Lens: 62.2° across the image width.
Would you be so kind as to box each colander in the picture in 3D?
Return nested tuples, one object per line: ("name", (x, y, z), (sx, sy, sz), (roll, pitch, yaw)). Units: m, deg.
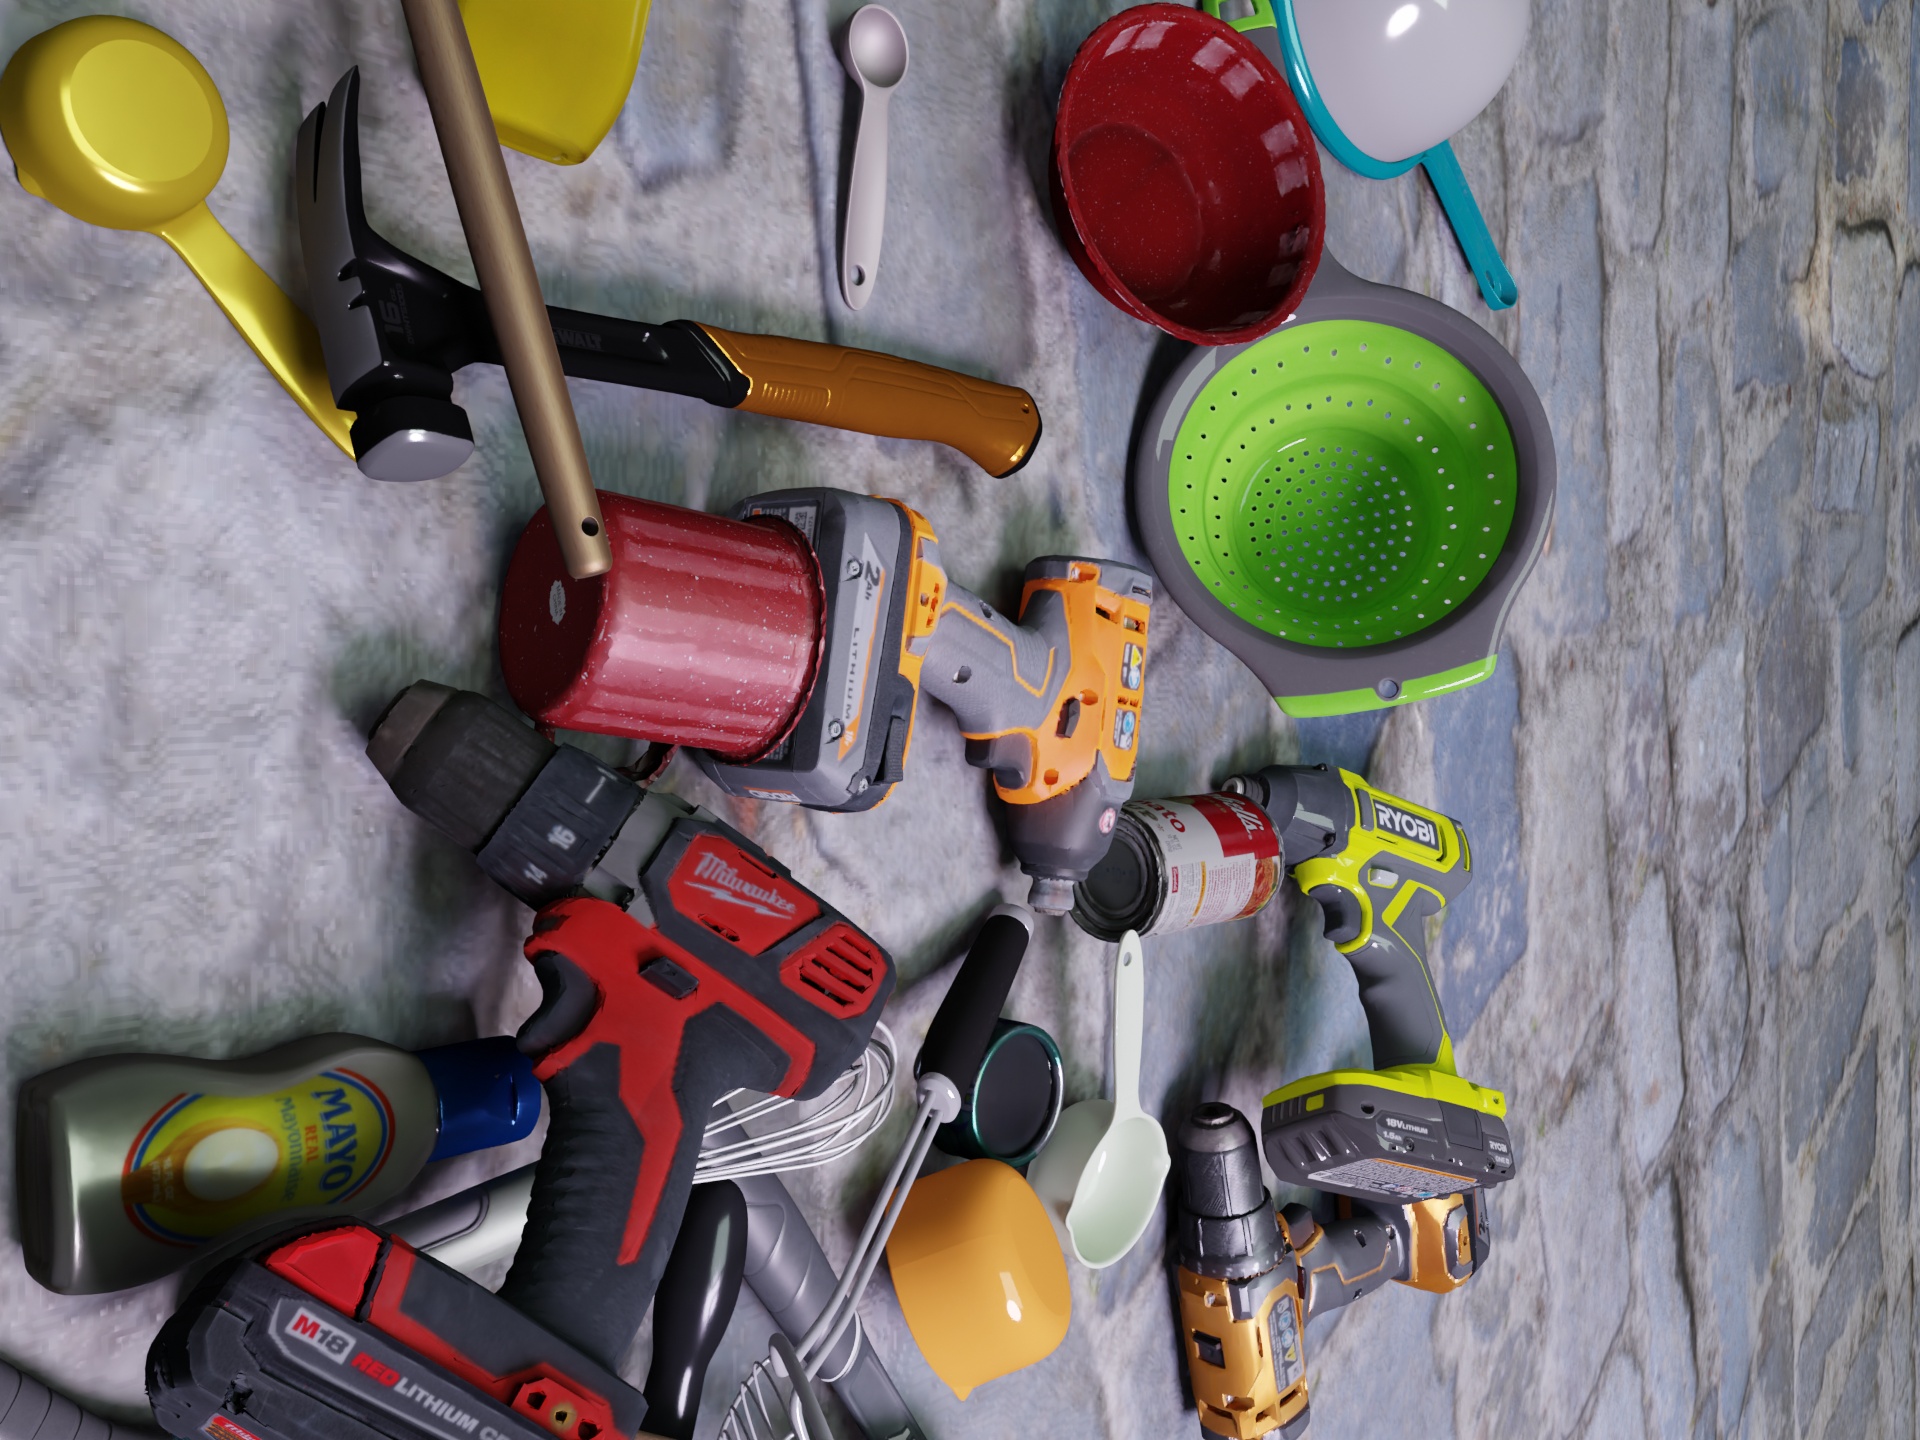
("colander", (0.182, -0.194, 0.843), (0.094, 0.204, 0.397), (42, 38, -77))

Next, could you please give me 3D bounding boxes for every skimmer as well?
("skimmer", (0.001, 0.183, 0.582), (0.363, 0.090, 0.127), (-60, 145, -56))

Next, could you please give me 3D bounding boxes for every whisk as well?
("whisk", (-0.128, 0.155, 0.535), (0.246, 0.058, 0.059), (-17, 124, -28))
("whisk", (-0.118, 0.304, 0.560), (0.070, 0.070, 0.285), (20, 79, -45))

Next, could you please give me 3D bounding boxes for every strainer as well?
("strainer", (0.307, -0.393, 0.967), (0.340, 0.095, 0.211), (51, 57, -33))

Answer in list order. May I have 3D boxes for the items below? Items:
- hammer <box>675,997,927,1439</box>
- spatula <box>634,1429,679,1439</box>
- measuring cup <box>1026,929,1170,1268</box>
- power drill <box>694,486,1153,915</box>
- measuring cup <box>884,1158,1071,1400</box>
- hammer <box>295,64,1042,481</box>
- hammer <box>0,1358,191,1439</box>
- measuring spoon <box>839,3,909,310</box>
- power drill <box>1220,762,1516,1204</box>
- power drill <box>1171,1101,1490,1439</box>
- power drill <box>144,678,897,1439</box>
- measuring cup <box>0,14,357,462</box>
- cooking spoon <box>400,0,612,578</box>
("hammer", (-0.048, 0.276, 0.663), (0.149, 0.036, 0.408), (-44, 121, -35))
("spatula", (-0.056, 0.287, 0.587), (0.315, 0.018, 0.060), (47, 59, -48))
("measuring cup", (0.065, 0.177, 0.760), (0.083, 0.038, 0.167), (-10, 106, -47))
("power drill", (-0.001, -0.002, 0.671), (0.226, 0.084, 0.164), (11, 84, -50))
("measuring cup", (0.029, 0.248, 0.707), (0.173, 0.052, 0.095), (44, 24, -53))
("hammer", (-0.082, -0.138, 0.599), (0.336, 0.034, 0.127), (-2, 72, -51))
("hammer", (-0.312, 0.128, 0.381), (0.330, 0.033, 0.128), (54, 54, -33))
("measuring spoon", (-0.043, -0.235, 0.668), (0.034, 0.018, 0.124), (-1, 99, -46))
("power drill", (0.214, 0.135, 0.859), (0.171, 0.080, 0.223), (20, 54, -30))
("power drill", (0.203, 0.275, 0.896), (0.226, 0.084, 0.185), (-18, 102, -40))
("power drill", (-0.136, 0.105, 0.468), (0.188, 0.080, 0.227), (36, 49, -10))
("measuring cup", (-0.214, -0.136, 0.477), (0.062, 0.029, 0.156), (-55, 126, -30))
("cooking spoon", (-0.153, -0.197, 0.471), (0.068, 0.017, 0.319), (-19, 96, -44))
